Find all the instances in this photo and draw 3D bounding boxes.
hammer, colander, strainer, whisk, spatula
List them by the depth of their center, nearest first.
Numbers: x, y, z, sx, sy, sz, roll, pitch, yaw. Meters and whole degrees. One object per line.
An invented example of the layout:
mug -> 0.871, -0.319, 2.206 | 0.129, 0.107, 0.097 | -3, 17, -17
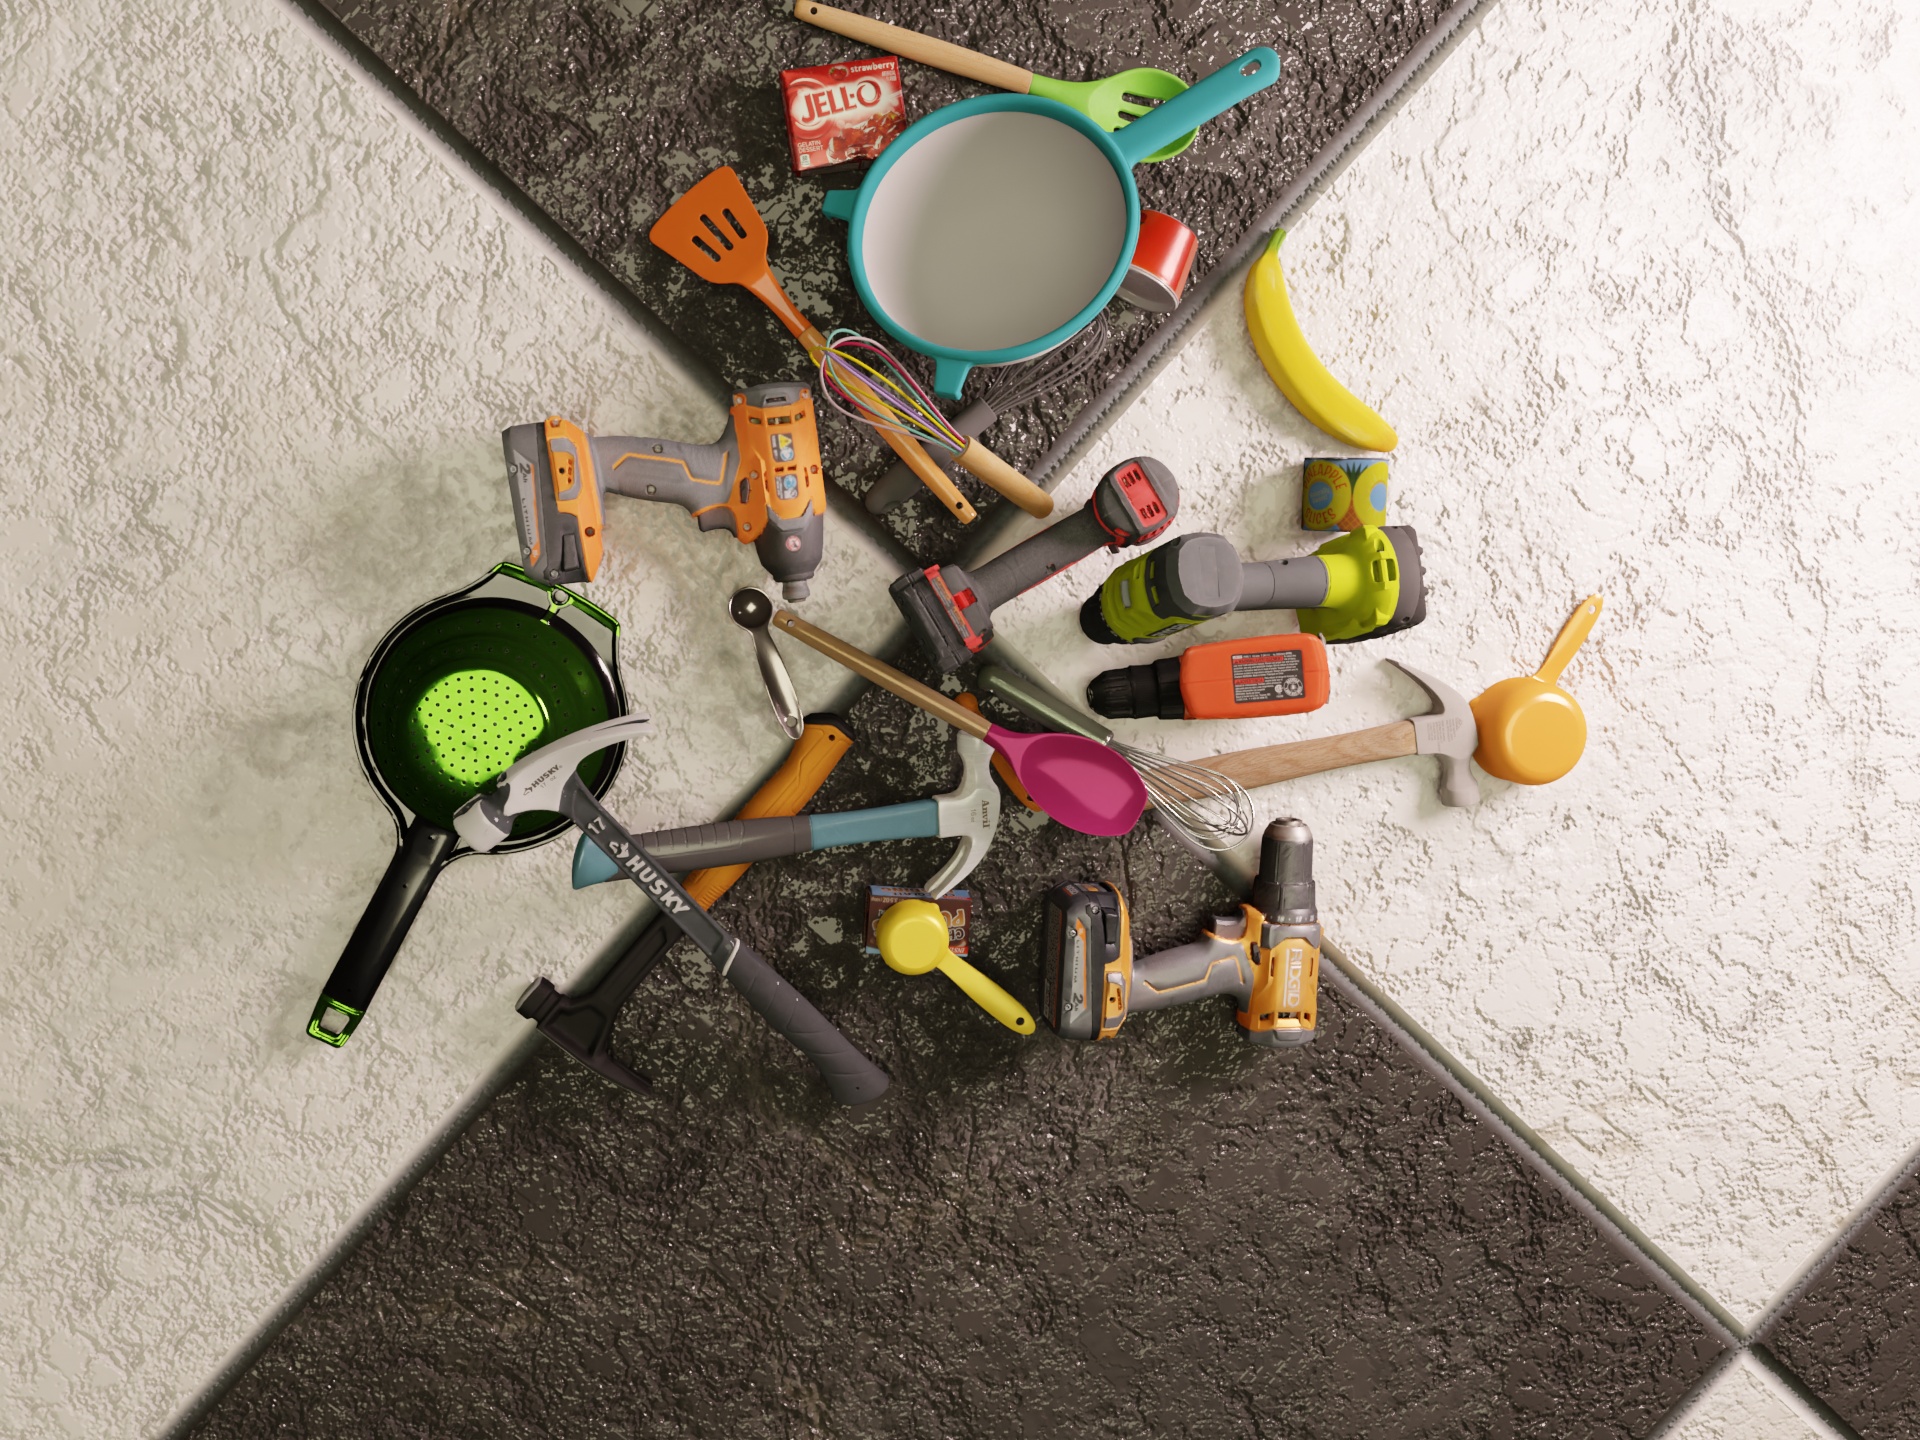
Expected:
strainer -> 0.084, -0.375, 1.166 | 0.340, 0.095, 0.211 | -31, 73, 2
whisk -> -0.017, -0.214, 1.176 | 0.244, 0.047, 0.051 | 29, 49, -39
colander -> -0.391, 0.077, 1.180 | 0.204, 0.094, 0.397 | 28, 93, -10
hammer -> -0.180, 0.160, 1.185 | 0.149, 0.036, 0.408 | -37, 120, 3
spatula -> -0.099, -0.272, 1.191 | 0.081, 0.041, 0.322 | -42, 98, 2
hammer -> -0.129, 0.086, 1.212 | 0.331, 0.033, 0.128 | -6, 103, -16
whisk -> 0.020, -0.239, 1.219 | 0.239, 0.055, 0.055 | -40, 101, 3
whisk -> 0.119, 0.024, 1.242 | 0.246, 0.057, 0.059 | 31, 80, 7
hammer -> -0.193, 0.134, 1.244 | 0.127, 0.034, 0.337 | 40, 91, -10
hammer -> 0.258, 0.032, 1.291 | 0.331, 0.031, 0.130 | -10, 99, -6

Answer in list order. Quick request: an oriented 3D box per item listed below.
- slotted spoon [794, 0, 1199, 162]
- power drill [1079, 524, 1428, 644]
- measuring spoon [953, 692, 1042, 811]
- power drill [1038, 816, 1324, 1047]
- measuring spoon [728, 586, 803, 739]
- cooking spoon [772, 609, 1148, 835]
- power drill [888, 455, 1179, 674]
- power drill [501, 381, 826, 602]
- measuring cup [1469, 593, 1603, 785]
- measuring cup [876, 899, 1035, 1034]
slotted spoon -> 0.028, -0.489, 1.197 | 0.313, 0.031, 0.070 | 15, 95, -7
power drill -> 0.215, -0.095, 1.207 | 0.228, 0.190, 0.080 | -4, 84, -20
measuring spoon -> 0.032, 0.027, 1.271 | 0.021, 0.011, 0.117 | -36, 100, -2
power drill -> 0.184, 0.169, 1.277 | 0.226, 0.084, 0.185 | 2, 97, -12
measuring spoon -> -0.148, -0.043, 1.226 | 0.034, 0.018, 0.124 | -20, 89, -18
cooking spoon -> -0.002, -0.004, 1.218 | 0.319, 0.017, 0.069 | 29, 90, -1
power drill -> 0.061, -0.122, 1.197 | 0.219, 0.143, 0.078 | -30, 91, 3
power drill -> -0.212, -0.158, 1.182 | 0.226, 0.084, 0.164 | -9, 99, -10
measuring cup -> 0.489, -0.026, 1.302 | 0.095, 0.052, 0.173 | 29, 95, -10
measuring cup -> 0.001, 0.201, 1.248 | 0.156, 0.029, 0.062 | 40, 93, -10
